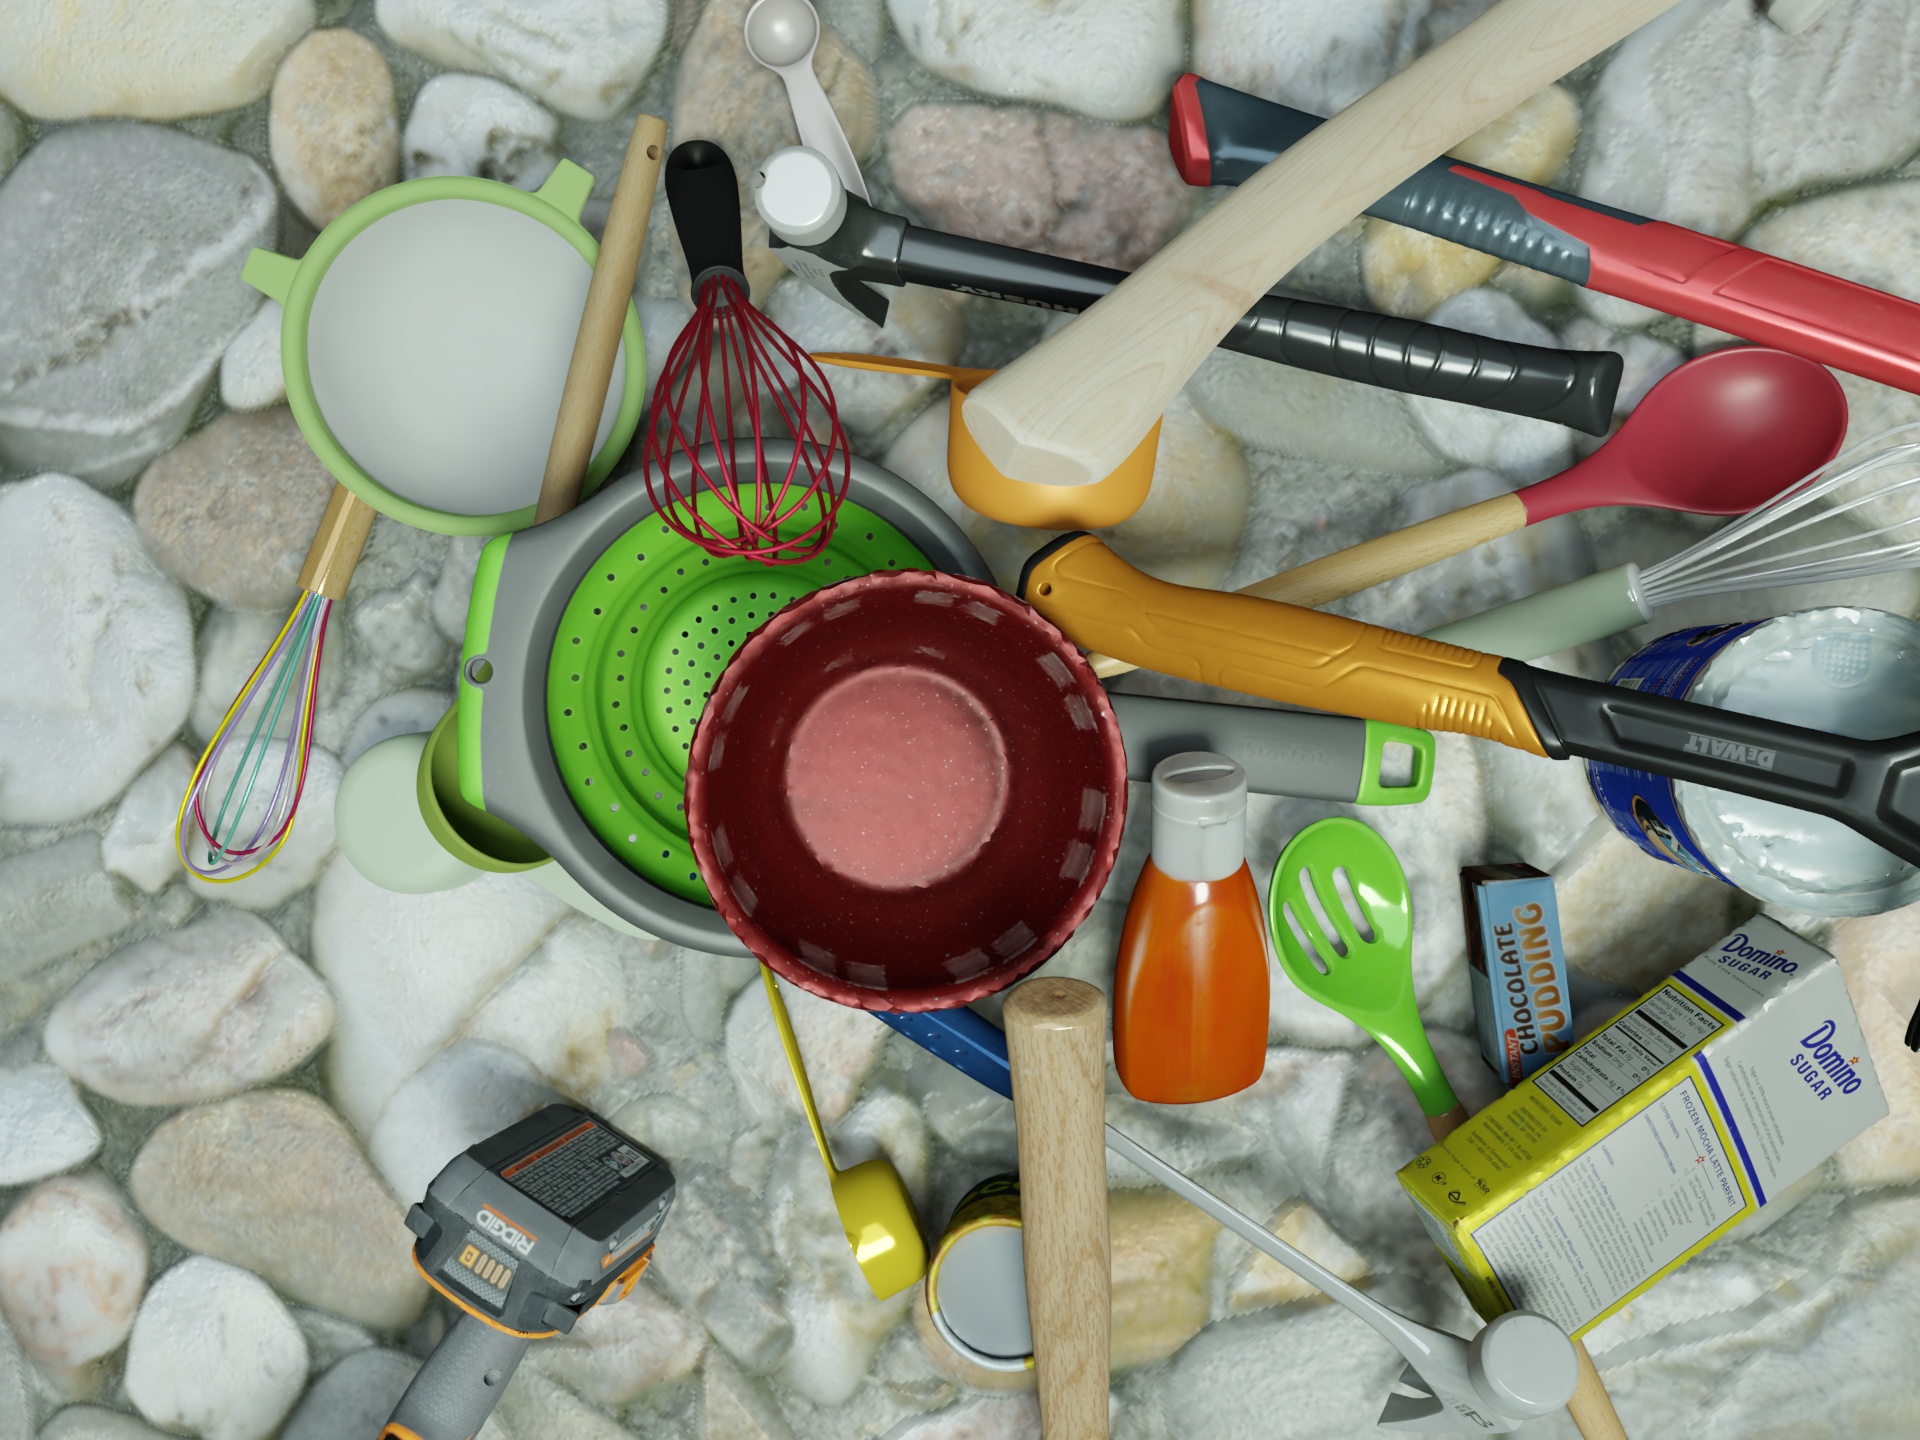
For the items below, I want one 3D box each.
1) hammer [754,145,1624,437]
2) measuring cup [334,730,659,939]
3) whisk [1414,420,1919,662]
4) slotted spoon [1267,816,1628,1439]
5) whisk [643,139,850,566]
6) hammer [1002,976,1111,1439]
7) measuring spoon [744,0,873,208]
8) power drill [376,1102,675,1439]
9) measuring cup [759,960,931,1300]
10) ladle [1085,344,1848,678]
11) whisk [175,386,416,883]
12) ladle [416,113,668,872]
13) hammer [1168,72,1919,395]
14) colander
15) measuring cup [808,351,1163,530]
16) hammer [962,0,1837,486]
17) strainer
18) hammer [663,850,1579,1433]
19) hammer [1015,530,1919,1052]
[{"bbox_3d":[0.093,-0.160,0.629,0.335,0.146,0.035,13,93,4],"label":"hammer"},{"bbox_3d":[-0.211,0.062,0.725,0.167,0.038,0.083,25,95,11],"label":"measuring cup"},{"bbox_3d":[0.267,-0.052,0.605,0.246,0.059,0.058,-21,52,33],"label":"whisk"},{"bbox_3d":[0.208,0.184,0.656,0.070,0.031,0.314,-27,90,-21],"label":"slotted spoon"},{"bbox_3d":[-0.092,-0.157,0.617,0.073,0.073,0.296,-25,44,9],"label":"whisk"},{"bbox_3d":[0.045,0.239,0.616,0.130,0.031,0.331,-4,118,0],"label":"hammer"},{"bbox_3d":[-0.062,-0.264,0.712,0.034,0.018,0.124,-20,94,9],"label":"measuring spoon"},{"bbox_3d":[-0.221,0.287,0.669,0.084,0.164,0.226,30,93,8],"label":"power drill"},{"bbox_3d":[-0.051,0.174,0.700,0.029,0.062,0.157,-21,76,-3],"label":"measuring cup"},{"bbox_3d":[0.198,-0.074,0.632,0.315,0.031,0.069,-20,72,-2],"label":"ladle"},{"bbox_3d":[-0.305,-0.039,0.745,0.047,0.051,0.245,21,90,-18],"label":"whisk"},{"bbox_3d":[-0.162,-0.090,0.664,0.062,0.078,0.320,25,102,44],"label":"ladle"},{"bbox_3d":[0.269,-0.197,0.633,0.386,0.038,0.143,24,73,13],"label":"hammer"},{"bbox_3d":[-0.001,-0.002,0.675,0.397,0.094,0.204,6,93,-8],"label":"colander"},{"bbox_3d":[0.003,-0.122,0.678,0.174,0.095,0.052,17,116,31],"label":"measuring cup"},{"bbox_3d":[0.157,-0.225,0.582,0.410,0.038,0.146,-39,82,-16],"label":"hammer"},{"bbox_3d":[-0.199,-0.111,0.718,0.151,0.069,0.256,-18,105,-4],"label":"strainer"},{"bbox_3d":[0.043,0.163,0.658,0.406,0.144,0.035,31,64,16],"label":"hammer"},{"bbox_3d":[0.168,-0.002,0.541,0.337,0.034,0.127,16,93,27],"label":"hammer"}]
